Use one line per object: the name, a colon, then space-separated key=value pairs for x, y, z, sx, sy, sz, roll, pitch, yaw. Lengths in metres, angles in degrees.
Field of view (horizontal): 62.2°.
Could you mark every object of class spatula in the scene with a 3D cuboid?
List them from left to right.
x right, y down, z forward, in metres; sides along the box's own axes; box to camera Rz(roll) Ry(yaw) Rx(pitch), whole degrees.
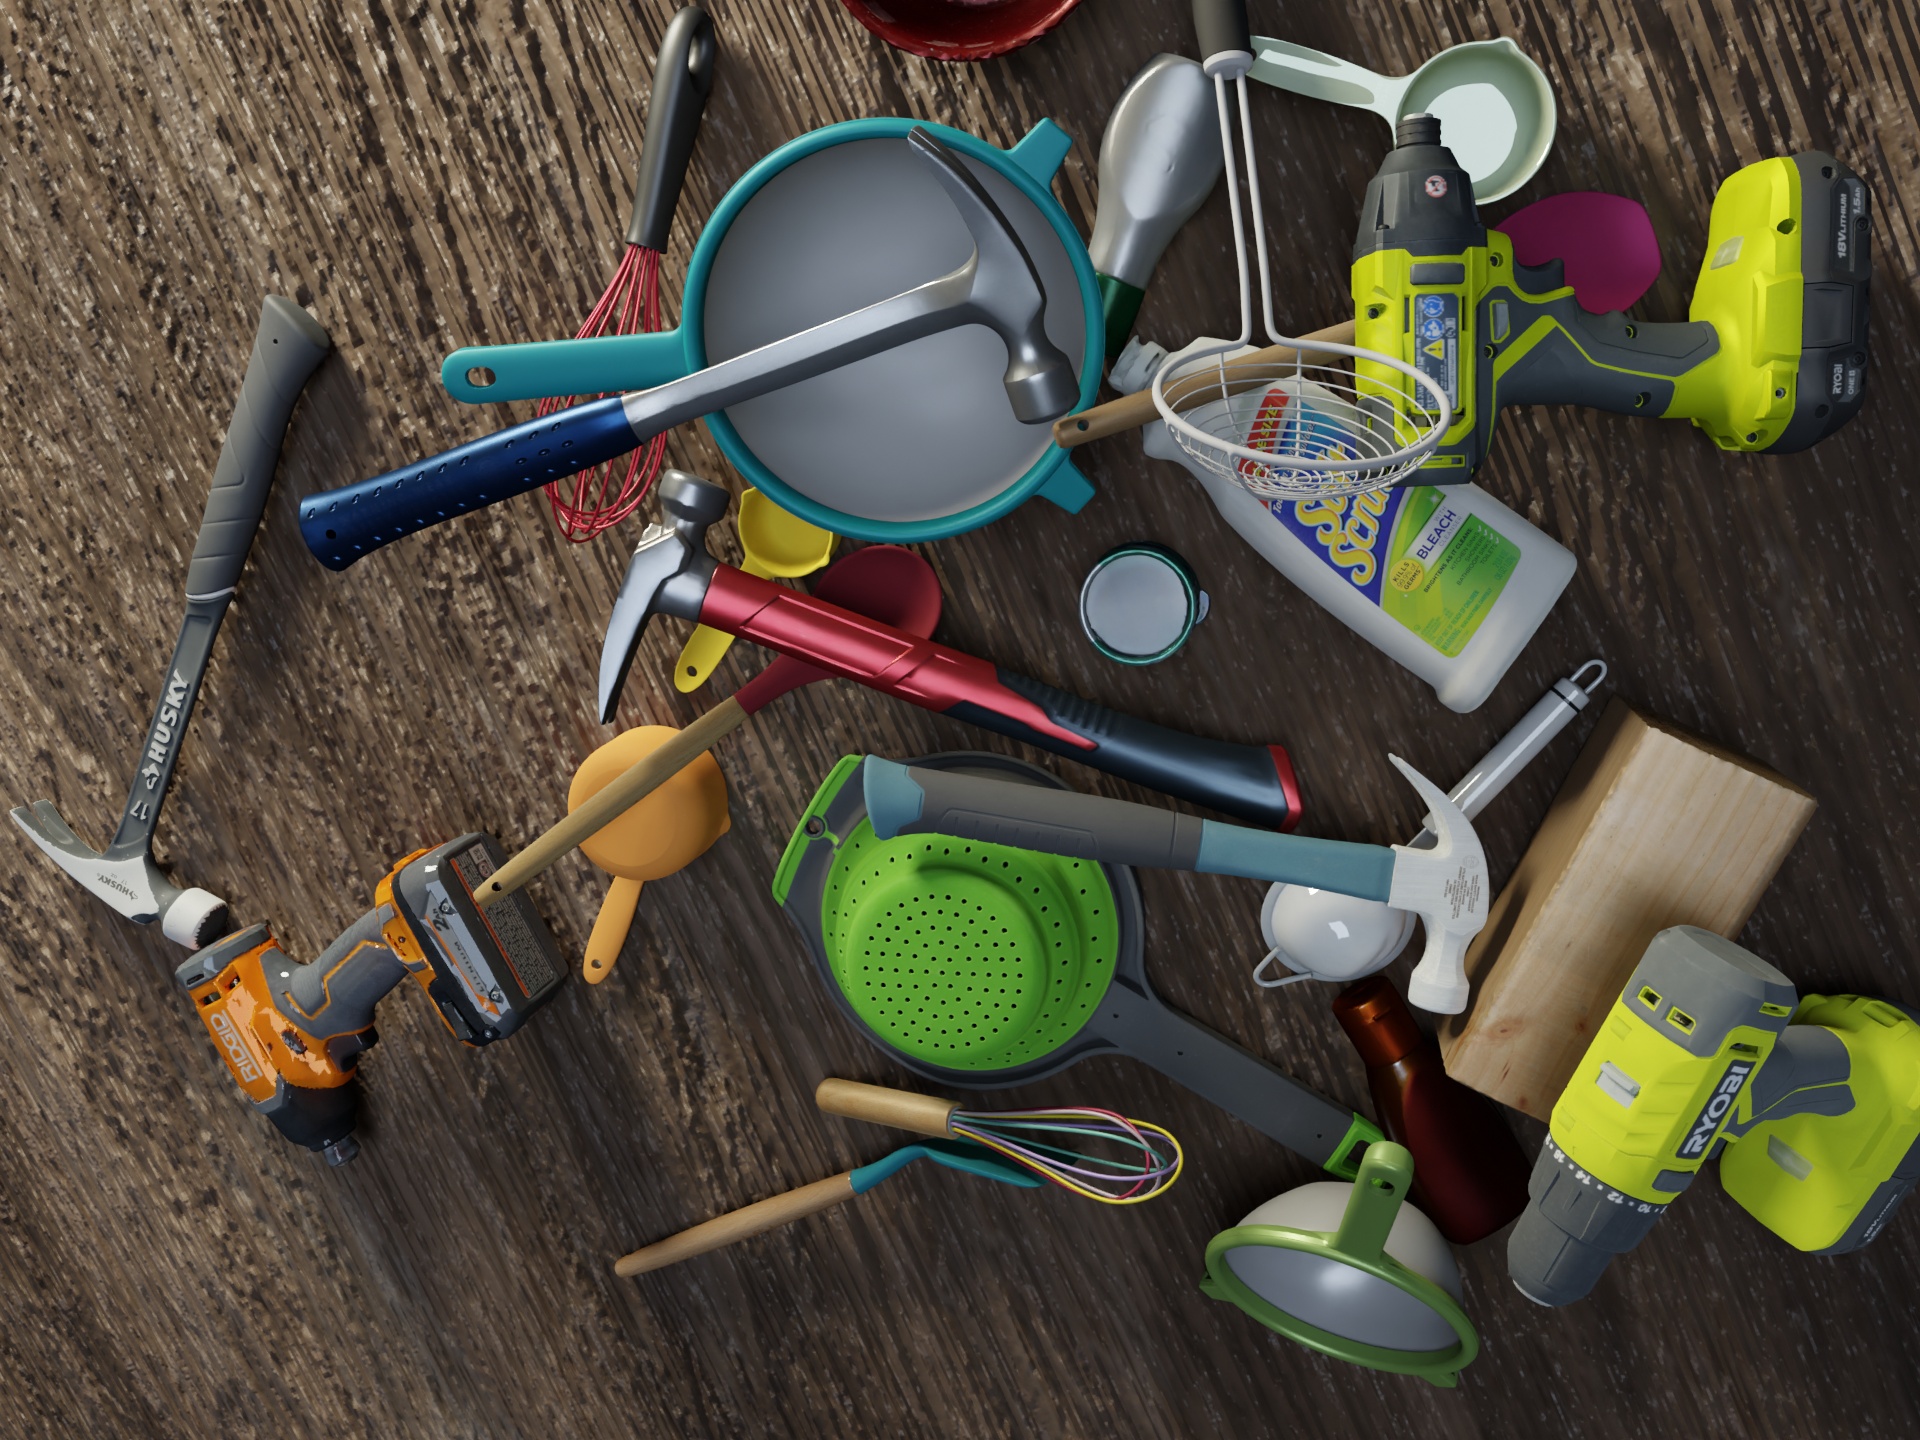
spatula: x=-0.082 y=0.301 z=0.971 sx=0.317 sy=0.082 sz=0.044 roll=-25 pitch=80 yaw=20

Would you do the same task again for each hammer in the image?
hammer: x=-0.471 y=-0.063 z=0.980 sx=0.149 sy=0.036 sz=0.409 roll=26 pitch=105 yaw=6
hammer: x=-0.154 y=-0.159 z=0.787 sx=0.405 sy=0.035 sz=0.144 roll=-16 pitch=115 yaw=16
hammer: x=-0.001 y=-0.003 z=0.866 sx=0.386 sy=0.038 sz=0.143 roll=20 pitch=93 yaw=-2
hammer: x=0.111 y=0.064 z=0.833 sx=0.331 sy=0.033 sz=0.128 roll=9 pitch=95 yaw=2

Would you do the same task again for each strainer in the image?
strainer: x=-0.095 y=-0.202 z=0.833 sx=0.340 sy=0.095 sz=0.210 roll=-3 pitch=117 yaw=7
strainer: x=0.215 y=0.266 z=0.850 sx=0.151 sy=0.069 sz=0.256 roll=17 pitch=143 yaw=17
strainer: x=0.254 y=0.064 z=0.863 sx=0.086 sy=0.050 sz=0.258 roll=38 pitch=103 yaw=-15

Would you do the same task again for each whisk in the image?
whisk: x=-0.178 y=-0.241 z=0.874 sx=0.073 sy=0.073 sz=0.296 roll=16 pitch=99 yaw=7
whisk: x=0.013 y=0.232 z=0.899 sx=0.245 sy=0.051 sz=0.047 roll=2 pitch=68 yaw=35

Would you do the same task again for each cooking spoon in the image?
cooking spoon: x=0.198 y=-0.192 z=0.793 sx=0.319 sy=0.017 sz=0.069 roll=-19 pitch=93 yaw=-2

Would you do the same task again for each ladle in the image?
ladle: x=-0.143 y=0.008 z=0.895 sx=0.315 sy=0.031 sz=0.069 roll=-36 pitch=91 yaw=-1

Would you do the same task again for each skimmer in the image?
skimmer: x=0.137 y=-0.263 z=0.722 sx=0.127 sy=0.090 sz=0.363 roll=-3 pitch=76 yaw=-5

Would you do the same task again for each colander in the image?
colander: x=0.069 y=0.166 z=0.890 sx=0.397 sy=0.094 sz=0.204 roll=30 pitch=105 yaw=4

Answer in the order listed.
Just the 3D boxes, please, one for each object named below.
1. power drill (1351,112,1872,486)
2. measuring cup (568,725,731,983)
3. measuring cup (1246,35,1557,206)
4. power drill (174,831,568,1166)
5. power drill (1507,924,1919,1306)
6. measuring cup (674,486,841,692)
power drill: x=0.299 y=-0.200 z=0.753 sx=0.223 sy=0.080 sz=0.171 roll=-2 pitch=97 yaw=-1
measuring cup: x=-0.202 y=0.089 z=0.948 sx=0.095 sy=0.052 sz=0.173 roll=23 pitch=103 yaw=5
measuring cup: x=0.211 y=-0.309 z=0.795 sx=0.167 sy=0.038 sz=0.083 roll=21 pitch=105 yaw=8
power drill: x=-0.361 y=0.179 z=0.986 sx=0.226 sy=0.084 sz=0.164 roll=-25 pitch=97 yaw=19
power drill: x=0.376 y=0.203 z=0.780 sx=0.228 sy=0.080 sz=0.190 roll=13 pitch=108 yaw=-33
measuring cup: x=-0.121 y=-0.077 z=0.918 sx=0.062 sy=0.029 sz=0.156 roll=39 pitch=118 yaw=2
